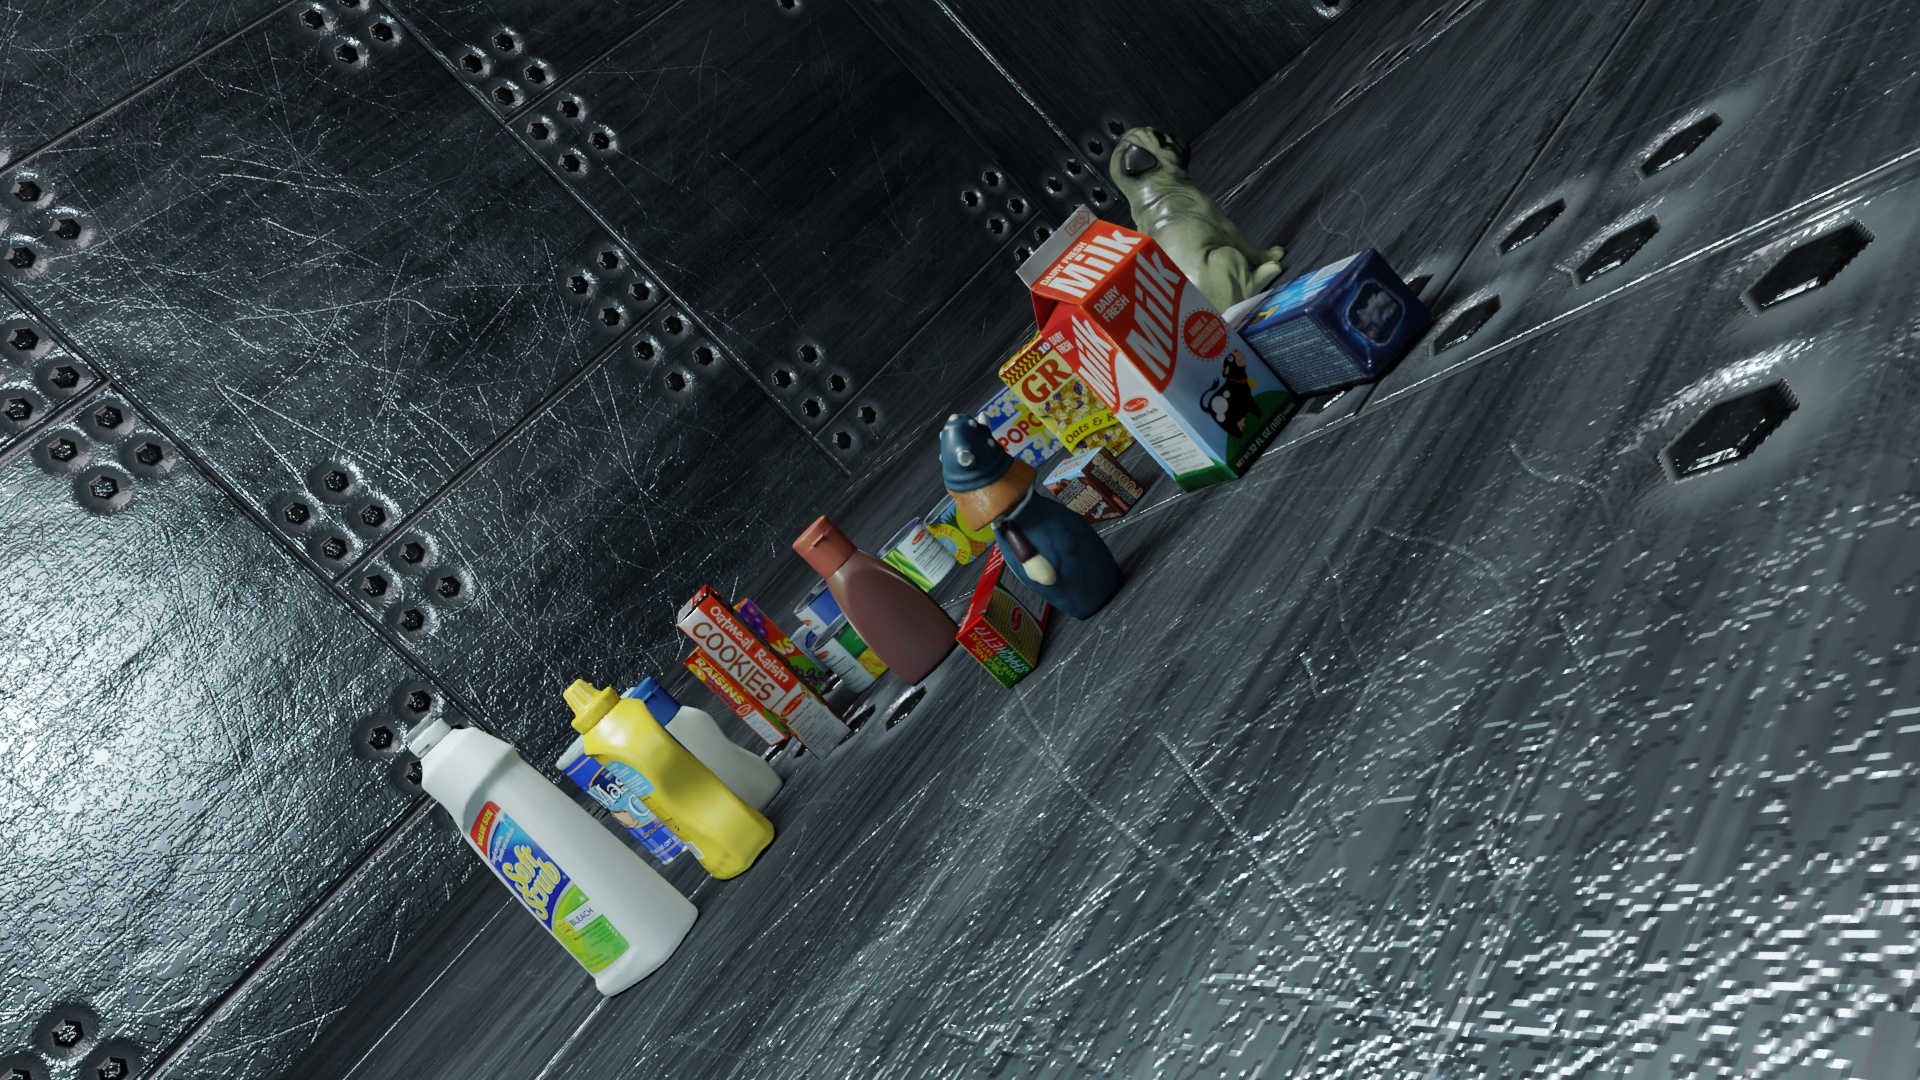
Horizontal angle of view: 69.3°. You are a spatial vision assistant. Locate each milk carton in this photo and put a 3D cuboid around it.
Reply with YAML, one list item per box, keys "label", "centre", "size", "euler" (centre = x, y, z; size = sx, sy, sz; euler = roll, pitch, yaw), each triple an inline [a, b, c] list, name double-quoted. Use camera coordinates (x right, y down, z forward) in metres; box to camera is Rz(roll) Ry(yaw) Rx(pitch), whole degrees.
- label: "milk carton"
  centre: [0.122, -0.127, 0.904]
  size: [0.072, 0.190, 0.073]
  euler: [-47, 9, -17]

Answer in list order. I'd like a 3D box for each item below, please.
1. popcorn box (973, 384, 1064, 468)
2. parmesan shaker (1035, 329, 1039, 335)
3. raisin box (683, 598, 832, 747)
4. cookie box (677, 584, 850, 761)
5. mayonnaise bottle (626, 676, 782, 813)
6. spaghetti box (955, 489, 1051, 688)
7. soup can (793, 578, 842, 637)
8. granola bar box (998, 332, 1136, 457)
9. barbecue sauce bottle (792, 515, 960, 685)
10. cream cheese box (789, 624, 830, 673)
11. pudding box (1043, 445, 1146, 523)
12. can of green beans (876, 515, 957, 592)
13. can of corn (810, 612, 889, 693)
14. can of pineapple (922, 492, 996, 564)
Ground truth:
- label: "popcorn box"
  centre: [0.086, -0.138, 1.451]
  size: [0.126, 0.085, 0.038]
  euler: [-38, 11, 37]
- label: "parmesan shaker"
  centre: [0.136, -0.199, 1.452]
  size: [0.071, 0.103, 0.071]
  euler: [-43, 9, 9]
- label: "raisin box"
  centre: [-0.200, 0.130, 1.375]
  size: [0.040, 0.123, 0.086]
  euler: [-34, 14, 50]
- label: "cookie box"
  centre: [-0.172, 0.111, 1.202]
  size: [0.040, 0.167, 0.123]
  euler: [-46, 9, -7]
- label: "mayonnaise bottle"
  centre: [-0.223, 0.178, 1.181]
  size: [0.065, 0.148, 0.041]
  euler: [-48, 9, -24]
- label: "spaghetti box"
  centre: [0.044, 0.027, 1.004]
  size: [0.028, 0.050, 0.251]
  euler: [-41, 10, 22]
- label: "soup can"
  centre: [-0.108, 0.074, 1.351]
  size: [0.071, 0.083, 0.071]
  euler: [-43, 9, 9]
- label: "granola bar box"
  centre: [0.134, -0.155, 1.191]
  size: [0.165, 0.124, 0.039]
  euler: [-41, 9, 19]
- label: "barbecue sauce bottle"
  centre: [-0.070, 0.044, 1.111]
  size: [0.065, 0.148, 0.043]
  euler: [-45, 9, -4]
- label: "cream cheese box"
  centre: [-0.131, 0.100, 1.436]
  size: [0.103, 0.053, 0.024]
  euler: [-34, 13, 48]
- label: "pudding box"
  centre: [0.101, -0.042, 1.063]
  size: [0.030, 0.049, 0.083]
  euler: [-47, 9, -15]
- label: "can of green beans"
  centre: [-0.044, 0.018, 1.409]
  size: [0.071, 0.058, 0.071]
  euler: [-43, 9, 9]
- label: "can of corn"
  centre: [-0.091, 0.095, 1.266]
  size: [0.071, 0.058, 0.071]
  euler: [-43, 9, 9]
- label: "can of pineapple"
  centre: [0.005, -0.017, 1.350]
  size: [0.071, 0.058, 0.071]
  euler: [-43, 9, 9]
